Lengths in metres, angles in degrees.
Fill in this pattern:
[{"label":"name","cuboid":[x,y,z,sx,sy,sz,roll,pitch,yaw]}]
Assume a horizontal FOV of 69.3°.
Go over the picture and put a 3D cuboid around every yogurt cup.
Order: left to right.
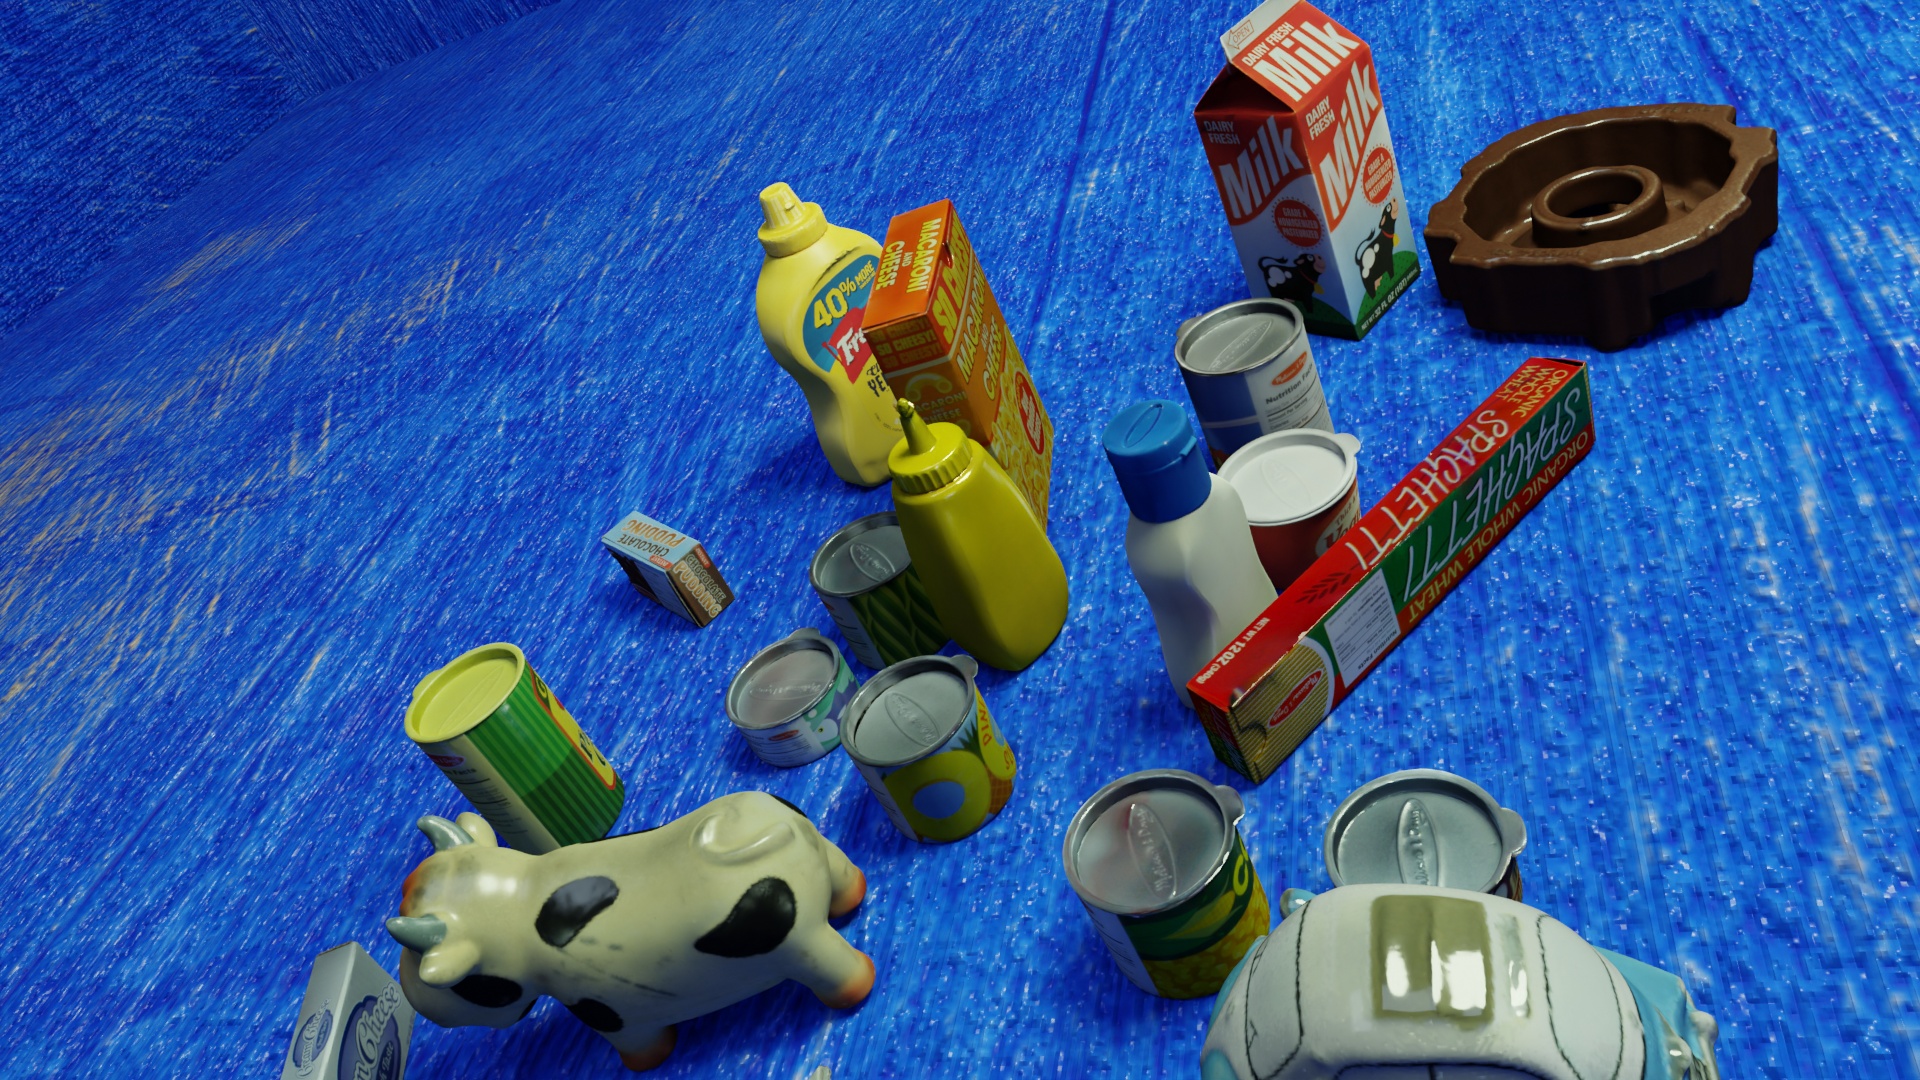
[{"label":"yogurt cup","cuboid":[0.161,-0.013,0.669,0.072,0.053,0.073,-17,36,13]}]

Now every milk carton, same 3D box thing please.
[{"label":"milk carton","cuboid":[0.194,-0.213,0.787,0.072,0.189,0.073,-44,38,-23]}]

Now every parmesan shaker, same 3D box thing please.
[{"label":"parmesan shaker","cuboid":[-0.229,0.111,0.717,0.071,0.102,0.072,-18,36,13]}]

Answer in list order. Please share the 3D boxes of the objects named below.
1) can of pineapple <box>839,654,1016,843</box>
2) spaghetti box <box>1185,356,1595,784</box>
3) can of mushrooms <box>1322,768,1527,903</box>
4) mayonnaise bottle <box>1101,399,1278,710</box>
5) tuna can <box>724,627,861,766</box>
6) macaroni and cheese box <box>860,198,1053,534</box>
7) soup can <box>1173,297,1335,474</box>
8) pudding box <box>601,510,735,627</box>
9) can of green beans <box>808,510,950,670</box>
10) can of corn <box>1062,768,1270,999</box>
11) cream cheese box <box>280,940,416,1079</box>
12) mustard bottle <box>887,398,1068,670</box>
[{"label":"can of pineapple","cuboid":[-0.012,0.095,0.638,0.071,0.057,0.071,-17,36,13]},{"label":"spaghetti box","cuboid":[0.200,0.007,0.622,0.251,0.050,0.029,-40,37,-19]},{"label":"can of mushrooms","cuboid":[0.172,0.120,0.509,0.071,0.033,0.071,-17,36,13]},{"label":"mayonnaise bottle","cuboid":[0.101,0.007,0.600,0.041,0.147,0.065,8,48,40]},{"label":"tuna can","cuboid":[-0.085,0.081,0.725,0.071,0.032,0.071,-17,36,13]},{"label":"macaroni and cheese box","cuboid":[0.005,-0.086,0.765,0.040,0.165,0.124,-14,37,18]},{"label":"soup can","cuboid":[0.154,-0.075,0.727,0.071,0.083,0.072,-17,36,13]},{"label":"pudding box","cuboid":[-0.181,0.017,0.855,0.030,0.049,0.084,-44,38,-23]},{"label":"can of green beans","cuboid":[-0.039,0.027,0.743,0.071,0.057,0.071,-17,36,13]},{"label":"can of corn","cuboid":[0.082,0.130,0.531,0.071,0.058,0.071,-17,36,13]},{"label":"cream cheese box","cuboid":[-0.277,0.239,0.627,0.024,0.053,0.104,-23,35,6]},{"label":"mustard bottle","cuboid":[0.002,-0.008,0.673,0.049,0.159,0.065,13,51,43]}]
